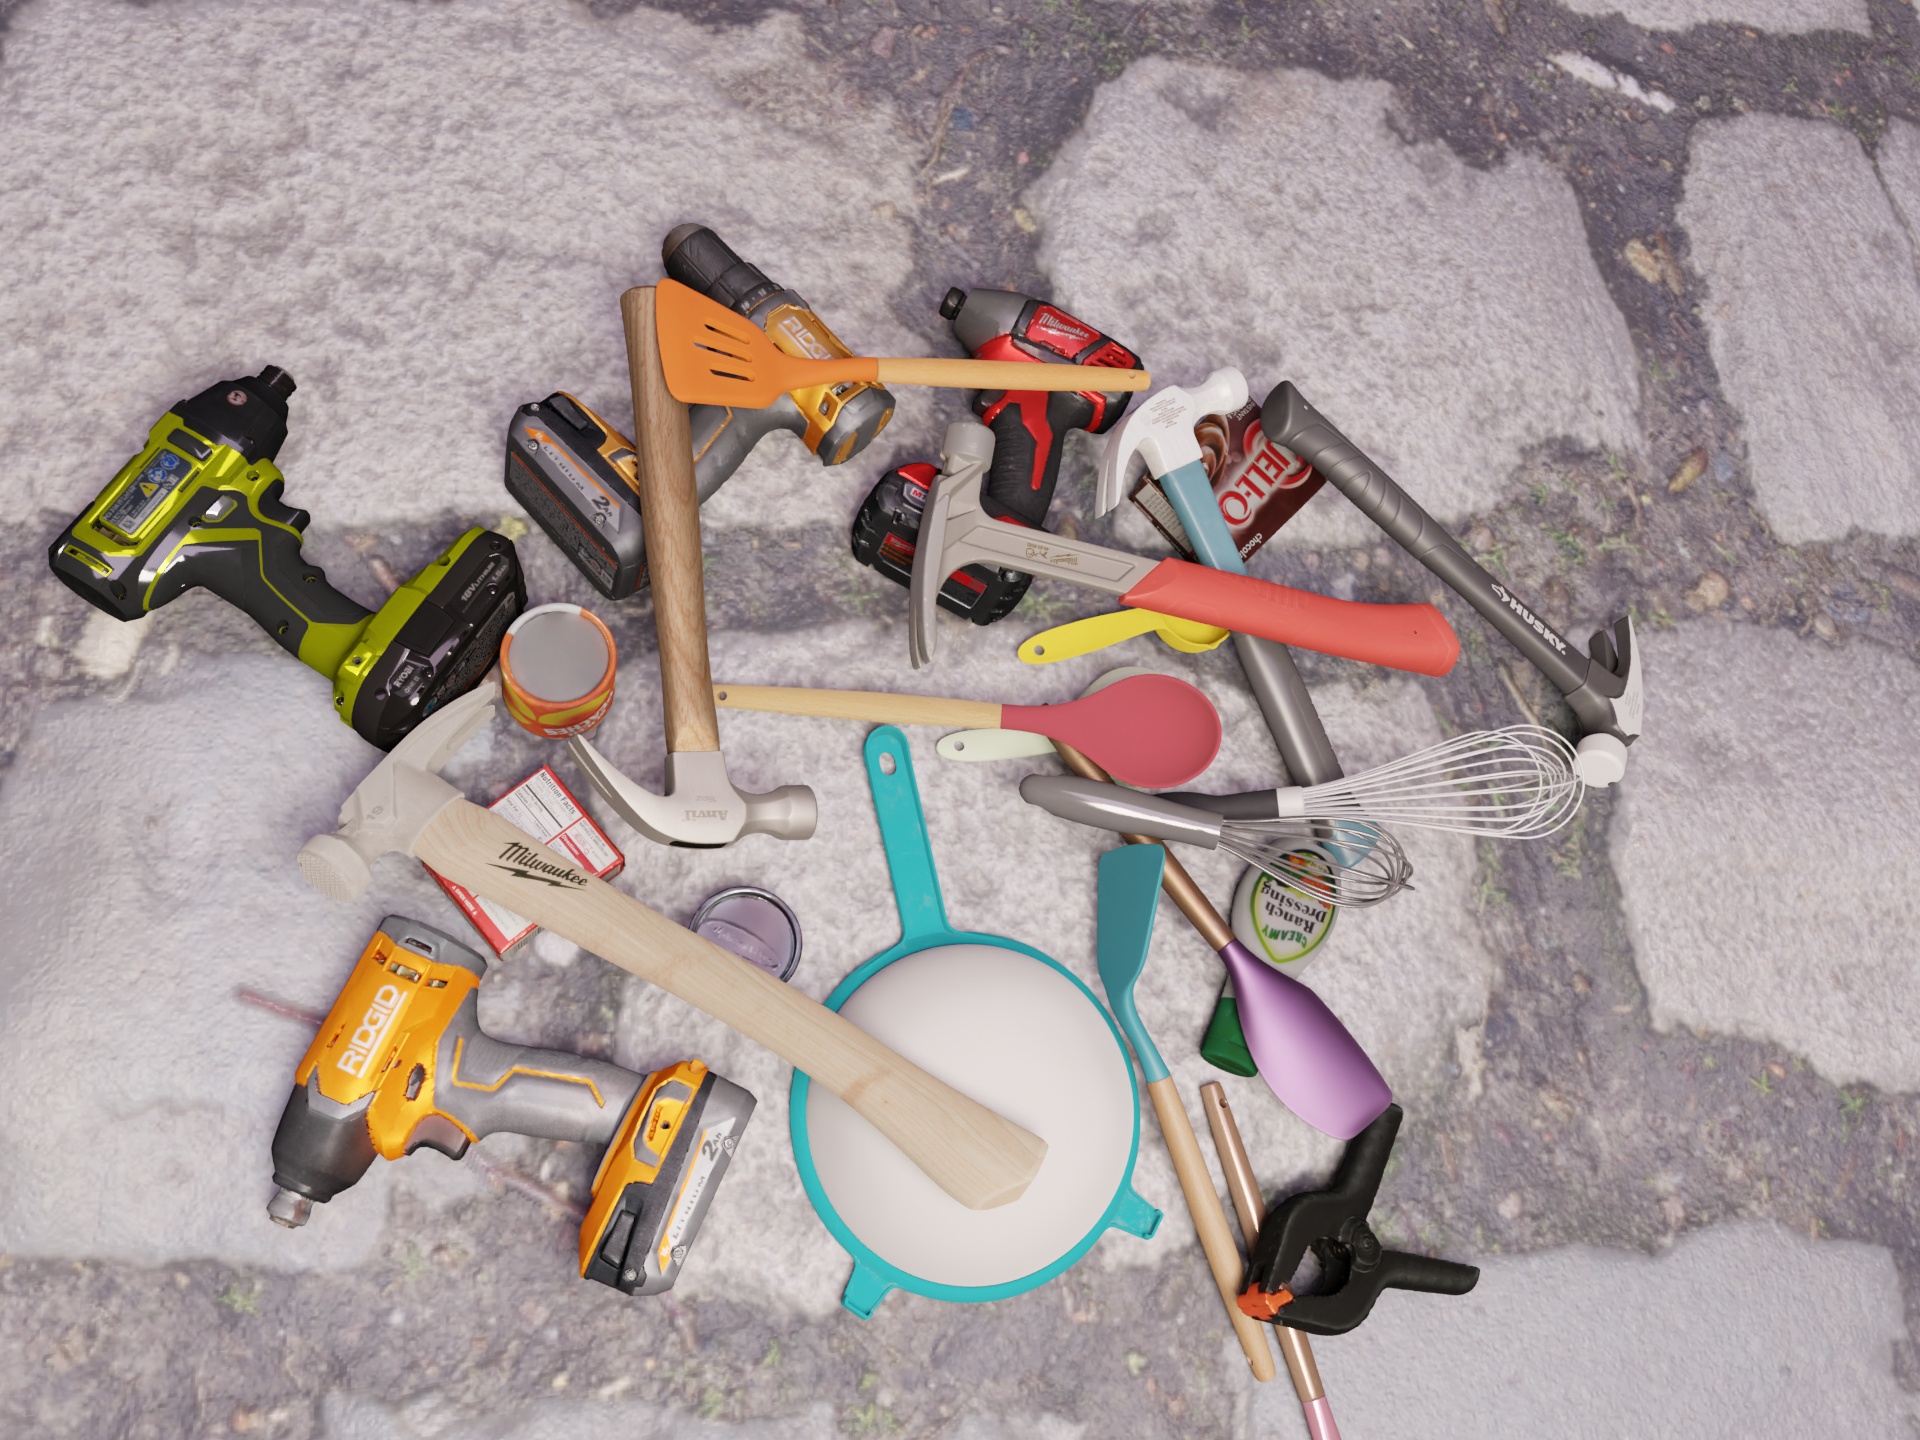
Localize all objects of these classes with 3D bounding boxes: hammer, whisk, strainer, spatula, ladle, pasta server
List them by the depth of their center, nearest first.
[{"bbox_3d":[-0.135,0.126,0.844,0.410,0.038,0.146,29,51,6],"label":"hammer"},{"bbox_3d":[-0.163,-0.091,0.892,0.130,0.031,0.331,-1,74,-27],"label":"hammer"},{"bbox_3d":[0.000,0.156,0.909,0.211,0.095,0.340,-10,76,-17],"label":"strainer"},{"bbox_3d":[0.201,0.364,0.923,0.060,0.040,0.316,-6,71,-36],"label":"pasta server"},{"bbox_3d":[0.135,0.230,0.932,0.044,0.082,0.317,-18,88,-24],"label":"spatula"},{"bbox_3d":[0.151,0.067,0.940,0.239,0.055,0.055,13,69,5],"label":"whisk"},{"bbox_3d":[0.142,0.116,0.960,0.060,0.018,0.316,-35,80,-12],"label":"spatula"},{"bbox_3d":[-0.002,-0.003,0.963,0.315,0.031,0.069,5,88,1],"label":"ladle"},{"bbox_3d":[-0.027,-0.219,0.976,0.322,0.041,0.081,-2,71,-20],"label":"spatula"},{"bbox_3d":[0.145,-0.069,0.980,0.359,0.037,0.149,12,78,-17],"label":"hammer"},{"bbox_3d":[0.237,0.050,0.983,0.284,0.070,0.070,-7,72,10],"label":"whisk"},{"bbox_3d":[0.190,-0.059,1.031,0.128,0.033,0.331,-25,90,-20],"label":"hammer"},{"bbox_3d":[0.332,-0.108,1.068,0.334,0.035,0.146,40,47,-7],"label":"hammer"}]

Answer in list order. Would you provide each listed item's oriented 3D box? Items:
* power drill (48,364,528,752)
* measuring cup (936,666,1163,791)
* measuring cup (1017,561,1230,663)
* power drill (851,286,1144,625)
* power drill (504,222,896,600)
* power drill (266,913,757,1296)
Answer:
[{"bbox_3d":[-0.370,-0.096,0.910,0.223,0.080,0.171,31,68,0],"label":"power drill"},{"bbox_3d":[0.069,0.006,1.006,0.167,0.038,0.083,-5,74,-17],"label":"measuring cup"},{"bbox_3d":[0.108,-0.060,1.047,0.156,0.029,0.062,-16,79,-14],"label":"measuring cup"},{"bbox_3d":[0.020,-0.185,1.040,0.143,0.078,0.220,28,65,-5],"label":"power drill"},{"bbox_3d":[-0.177,-0.202,0.993,0.226,0.084,0.185,-40,85,-27],"label":"power drill"},{"bbox_3d":[-0.240,0.220,0.837,0.226,0.084,0.164,25,68,-1],"label":"power drill"}]
